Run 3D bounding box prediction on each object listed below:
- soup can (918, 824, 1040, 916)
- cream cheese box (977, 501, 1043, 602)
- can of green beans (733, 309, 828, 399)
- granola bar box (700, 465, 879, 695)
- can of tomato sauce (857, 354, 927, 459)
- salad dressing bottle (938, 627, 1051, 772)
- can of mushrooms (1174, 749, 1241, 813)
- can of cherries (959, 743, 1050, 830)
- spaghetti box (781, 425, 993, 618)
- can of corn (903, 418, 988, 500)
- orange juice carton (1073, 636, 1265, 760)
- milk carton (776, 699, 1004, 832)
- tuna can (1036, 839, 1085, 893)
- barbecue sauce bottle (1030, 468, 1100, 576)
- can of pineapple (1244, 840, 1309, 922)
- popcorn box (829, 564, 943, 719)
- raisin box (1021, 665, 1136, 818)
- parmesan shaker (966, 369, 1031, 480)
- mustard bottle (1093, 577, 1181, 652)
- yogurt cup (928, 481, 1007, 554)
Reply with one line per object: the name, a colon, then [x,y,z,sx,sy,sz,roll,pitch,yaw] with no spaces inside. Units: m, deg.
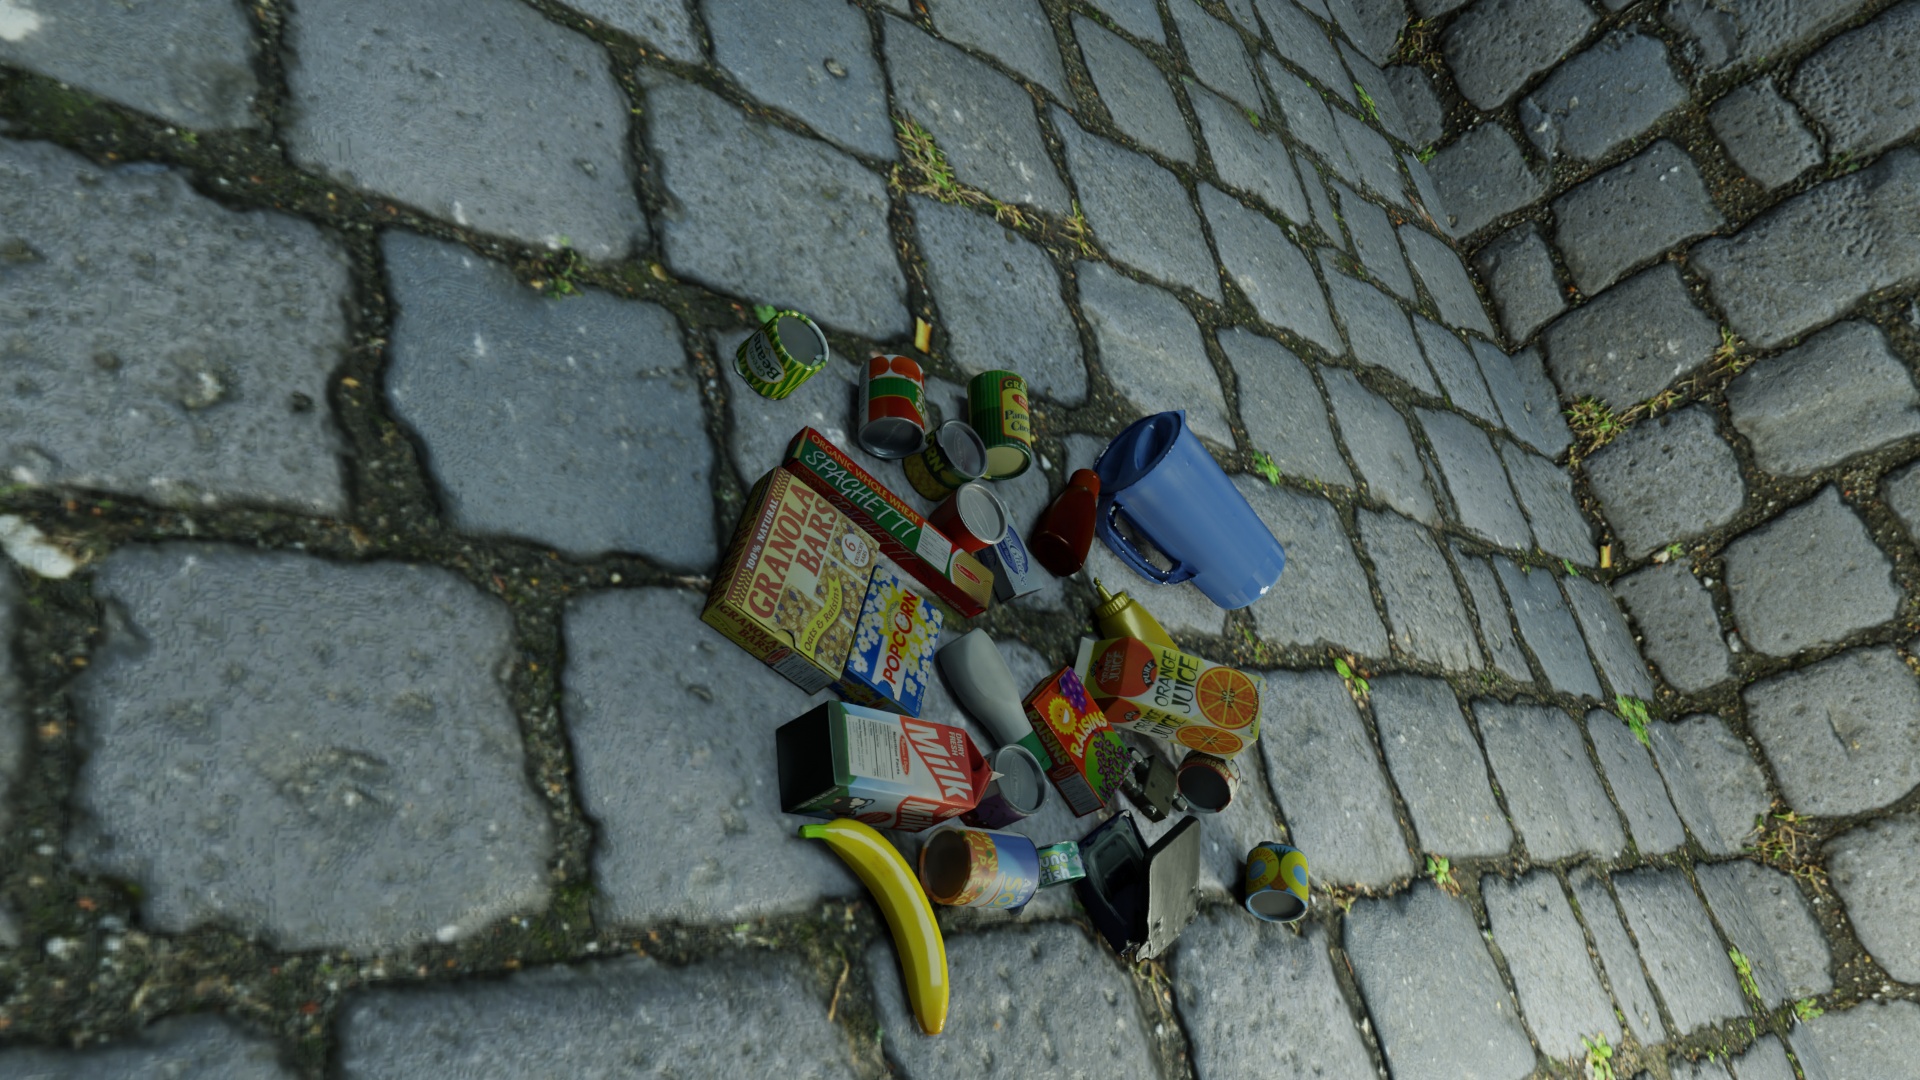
soup can: [0.017,0.280,1.177,0.084,0.071,0.071,17,53,-41]
cream cheese box: [0.044,0.011,1.438,0.053,0.024,0.104,-10,73,-53]
can of green beans: [-0.166,-0.174,1.303,0.071,0.057,0.071,29,45,-33]
granola bar box: [-0.142,0.032,1.198,0.124,0.039,0.166,39,40,-24]
can of tomato sauce: [-0.066,-0.133,1.379,0.071,0.071,0.083,27,46,-35]
salad dressing bottle: [0.035,0.156,1.308,0.064,0.044,0.147,-28,87,-55]
can of mushrooms: [0.262,0.253,1.475,0.071,0.070,0.034,55,38,-5]
can of cherries: [0.036,0.225,1.247,0.071,0.058,0.072,30,44,-33]
spaghetti box: [-0.067,-0.015,1.326,0.249,0.028,0.050,39,40,-24]
can of corn: [-0.017,-0.082,1.406,0.071,0.058,0.071,29,46,-34]
orange juice carton: [0.209,0.158,1.435,0.193,0.072,0.072,18,61,-4]
milk carton: [-0.054,0.193,1.155,0.190,0.072,0.074,18,52,-39]
tuna can: [0.077,0.291,1.235,0.071,0.071,0.033,6,61,-47]
barbecue sauce bottle: [0.123,-0.026,1.540,0.065,0.043,0.149,46,37,-15]
can of pineapple: [0.337,0.365,1.483,0.071,0.070,0.058,40,40,-23]
popcorn box: [-0.067,0.094,1.239,0.085,0.038,0.127,40,40,-25]
raisin box: [0.111,0.197,1.369,0.123,0.040,0.086,55,37,-2]
parmesan shaker: [0.043,-0.123,1.500,0.071,0.071,0.103,26,47,-36]
mustard bottle: [0.190,0.106,1.516,0.160,0.048,0.065,55,42,-3]
yogurt cup: [0.005,-0.017,1.389,0.072,0.053,0.073,29,45,-33]
